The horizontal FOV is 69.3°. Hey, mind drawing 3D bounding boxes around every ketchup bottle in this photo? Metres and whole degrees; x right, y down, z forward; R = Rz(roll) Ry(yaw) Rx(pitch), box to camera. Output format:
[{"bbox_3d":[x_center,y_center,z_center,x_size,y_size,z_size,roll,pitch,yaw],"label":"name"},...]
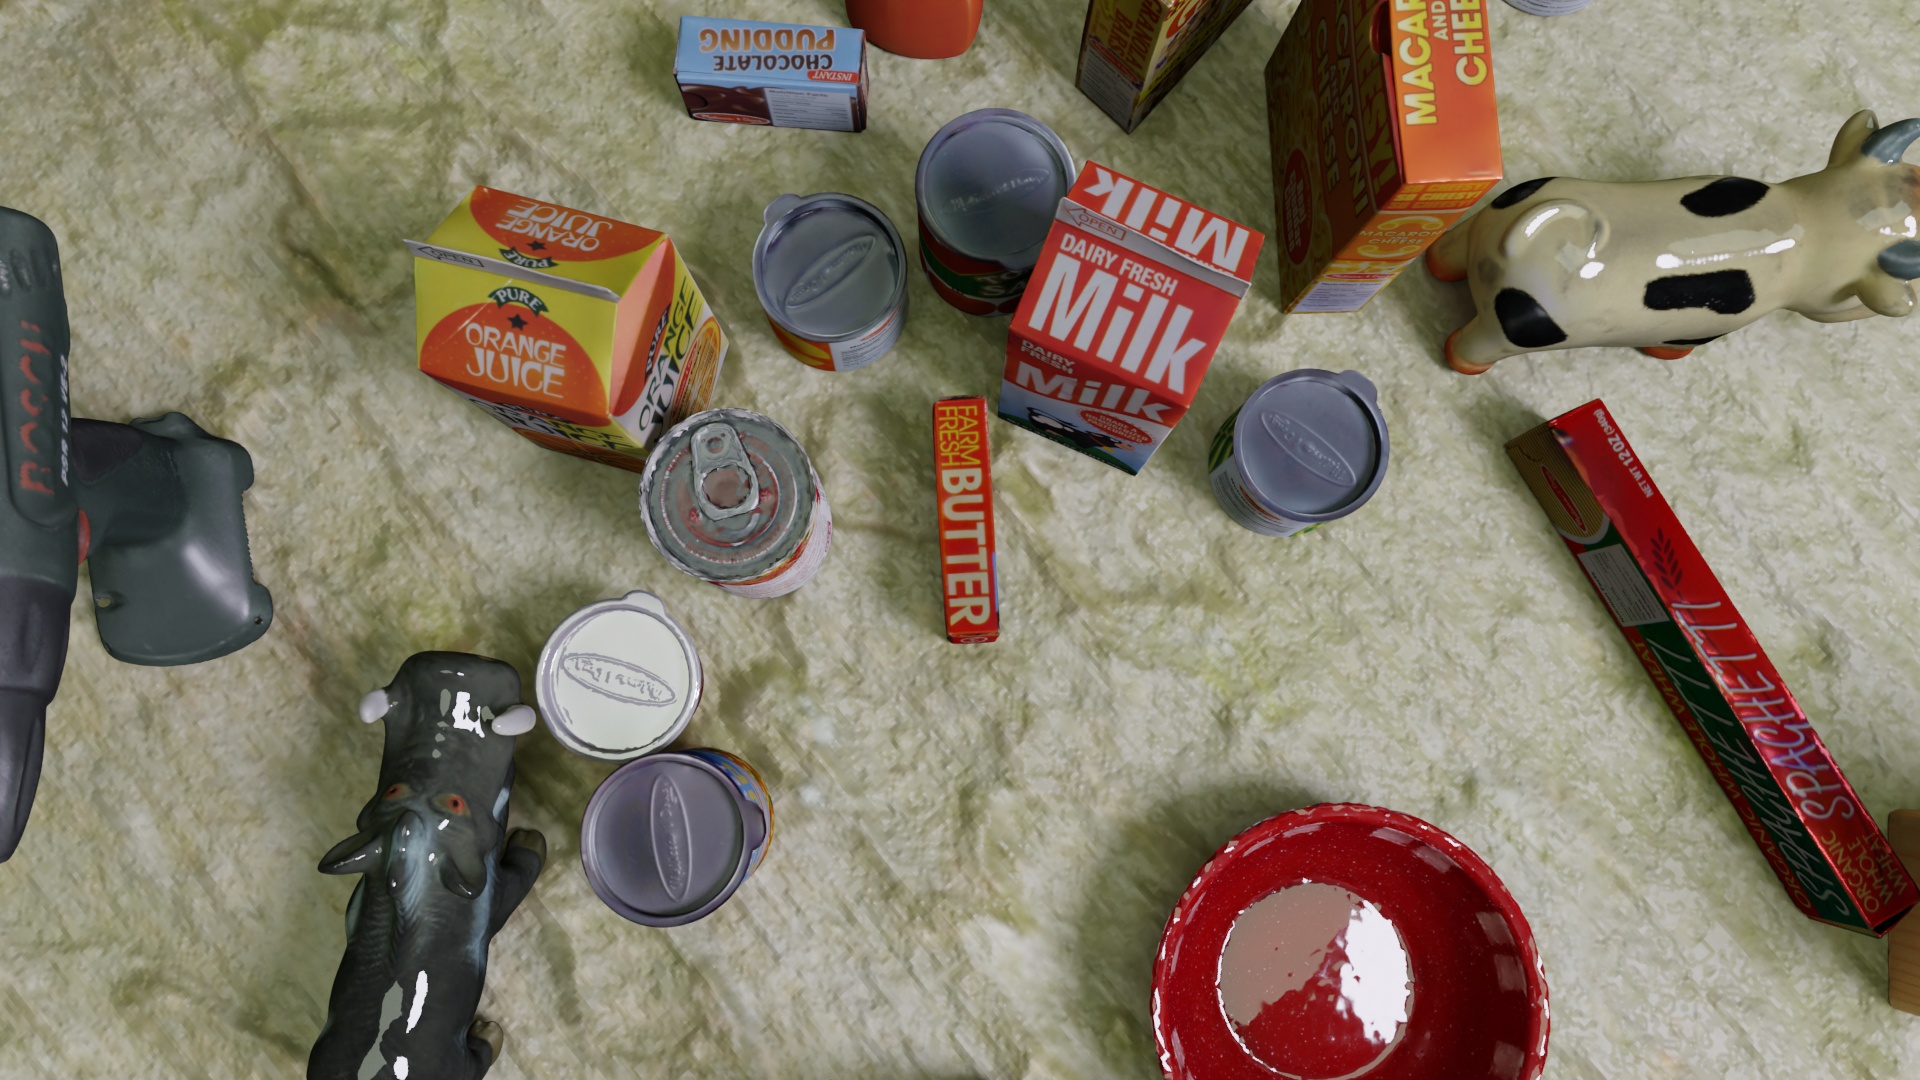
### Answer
[{"bbox_3d":[-0.021,-0.258,0.589,0.065,0.148,0.043,14,83,1],"label":"ketchup bottle"}]

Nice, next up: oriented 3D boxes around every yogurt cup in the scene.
[{"bbox_3d":[-0.141,0.060,0.594,0.072,0.054,0.072,0,83,-1],"label":"yogurt cup"}]

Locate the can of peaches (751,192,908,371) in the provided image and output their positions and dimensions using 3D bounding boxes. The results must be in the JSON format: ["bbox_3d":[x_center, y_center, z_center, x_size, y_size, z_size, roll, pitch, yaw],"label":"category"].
[{"bbox_3d":[-0.057,-0.115,0.616,0.071,0.058,0.071,0,83,-1],"label":"can of peaches"}]

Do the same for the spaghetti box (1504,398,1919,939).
[{"bbox_3d":[0.324,0.053,0.605,0.029,0.050,0.250,-30,84,-4],"label":"spaghetti box"}]

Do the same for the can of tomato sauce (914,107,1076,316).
[{"bbox_3d":[0.015,-0.139,0.608,0.071,0.083,0.071,0,83,-1],"label":"can of tomato sauce"}]

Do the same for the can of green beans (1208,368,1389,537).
[{"bbox_3d":[0.147,-0.037,0.610,0.071,0.057,0.071,0,83,-1],"label":"can of green beans"}]

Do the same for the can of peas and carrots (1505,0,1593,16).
[{"bbox_3d":[0.284,-0.289,0.644,0.071,0.058,0.071,0,83,-1],"label":"can of peas and carrots"}]

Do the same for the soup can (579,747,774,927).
[{"bbox_3d":[-0.111,0.119,0.572,0.071,0.083,0.071,0,83,-1],"label":"soup can"}]

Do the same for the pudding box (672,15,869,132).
[{"bbox_3d":[-0.085,-0.211,0.632,0.084,0.049,0.030,4,83,-1],"label":"pudding box"}]

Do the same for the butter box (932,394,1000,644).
[{"bbox_3d":[0.002,-0.008,0.606,0.024,0.053,0.103,-3,83,-1],"label":"butter box"}]

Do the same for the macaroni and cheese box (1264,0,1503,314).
[{"bbox_3d":[0.167,-0.175,0.573,0.040,0.166,0.124,-2,83,-1],"label":"macaroni and cheese box"}]

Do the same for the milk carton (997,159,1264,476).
[{"bbox_3d":[0.063,-0.086,0.548,0.072,0.190,0.073,24,83,2],"label":"milk carton"}]

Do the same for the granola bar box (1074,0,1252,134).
[{"bbox_3d":[0.121,-0.272,0.606,0.039,0.124,0.166,41,84,4],"label":"granola bar box"}]

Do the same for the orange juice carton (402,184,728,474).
[{"bbox_3d":[-0.148,-0.078,0.542,0.072,0.192,0.073,15,83,1],"label":"orange juice carton"}]
